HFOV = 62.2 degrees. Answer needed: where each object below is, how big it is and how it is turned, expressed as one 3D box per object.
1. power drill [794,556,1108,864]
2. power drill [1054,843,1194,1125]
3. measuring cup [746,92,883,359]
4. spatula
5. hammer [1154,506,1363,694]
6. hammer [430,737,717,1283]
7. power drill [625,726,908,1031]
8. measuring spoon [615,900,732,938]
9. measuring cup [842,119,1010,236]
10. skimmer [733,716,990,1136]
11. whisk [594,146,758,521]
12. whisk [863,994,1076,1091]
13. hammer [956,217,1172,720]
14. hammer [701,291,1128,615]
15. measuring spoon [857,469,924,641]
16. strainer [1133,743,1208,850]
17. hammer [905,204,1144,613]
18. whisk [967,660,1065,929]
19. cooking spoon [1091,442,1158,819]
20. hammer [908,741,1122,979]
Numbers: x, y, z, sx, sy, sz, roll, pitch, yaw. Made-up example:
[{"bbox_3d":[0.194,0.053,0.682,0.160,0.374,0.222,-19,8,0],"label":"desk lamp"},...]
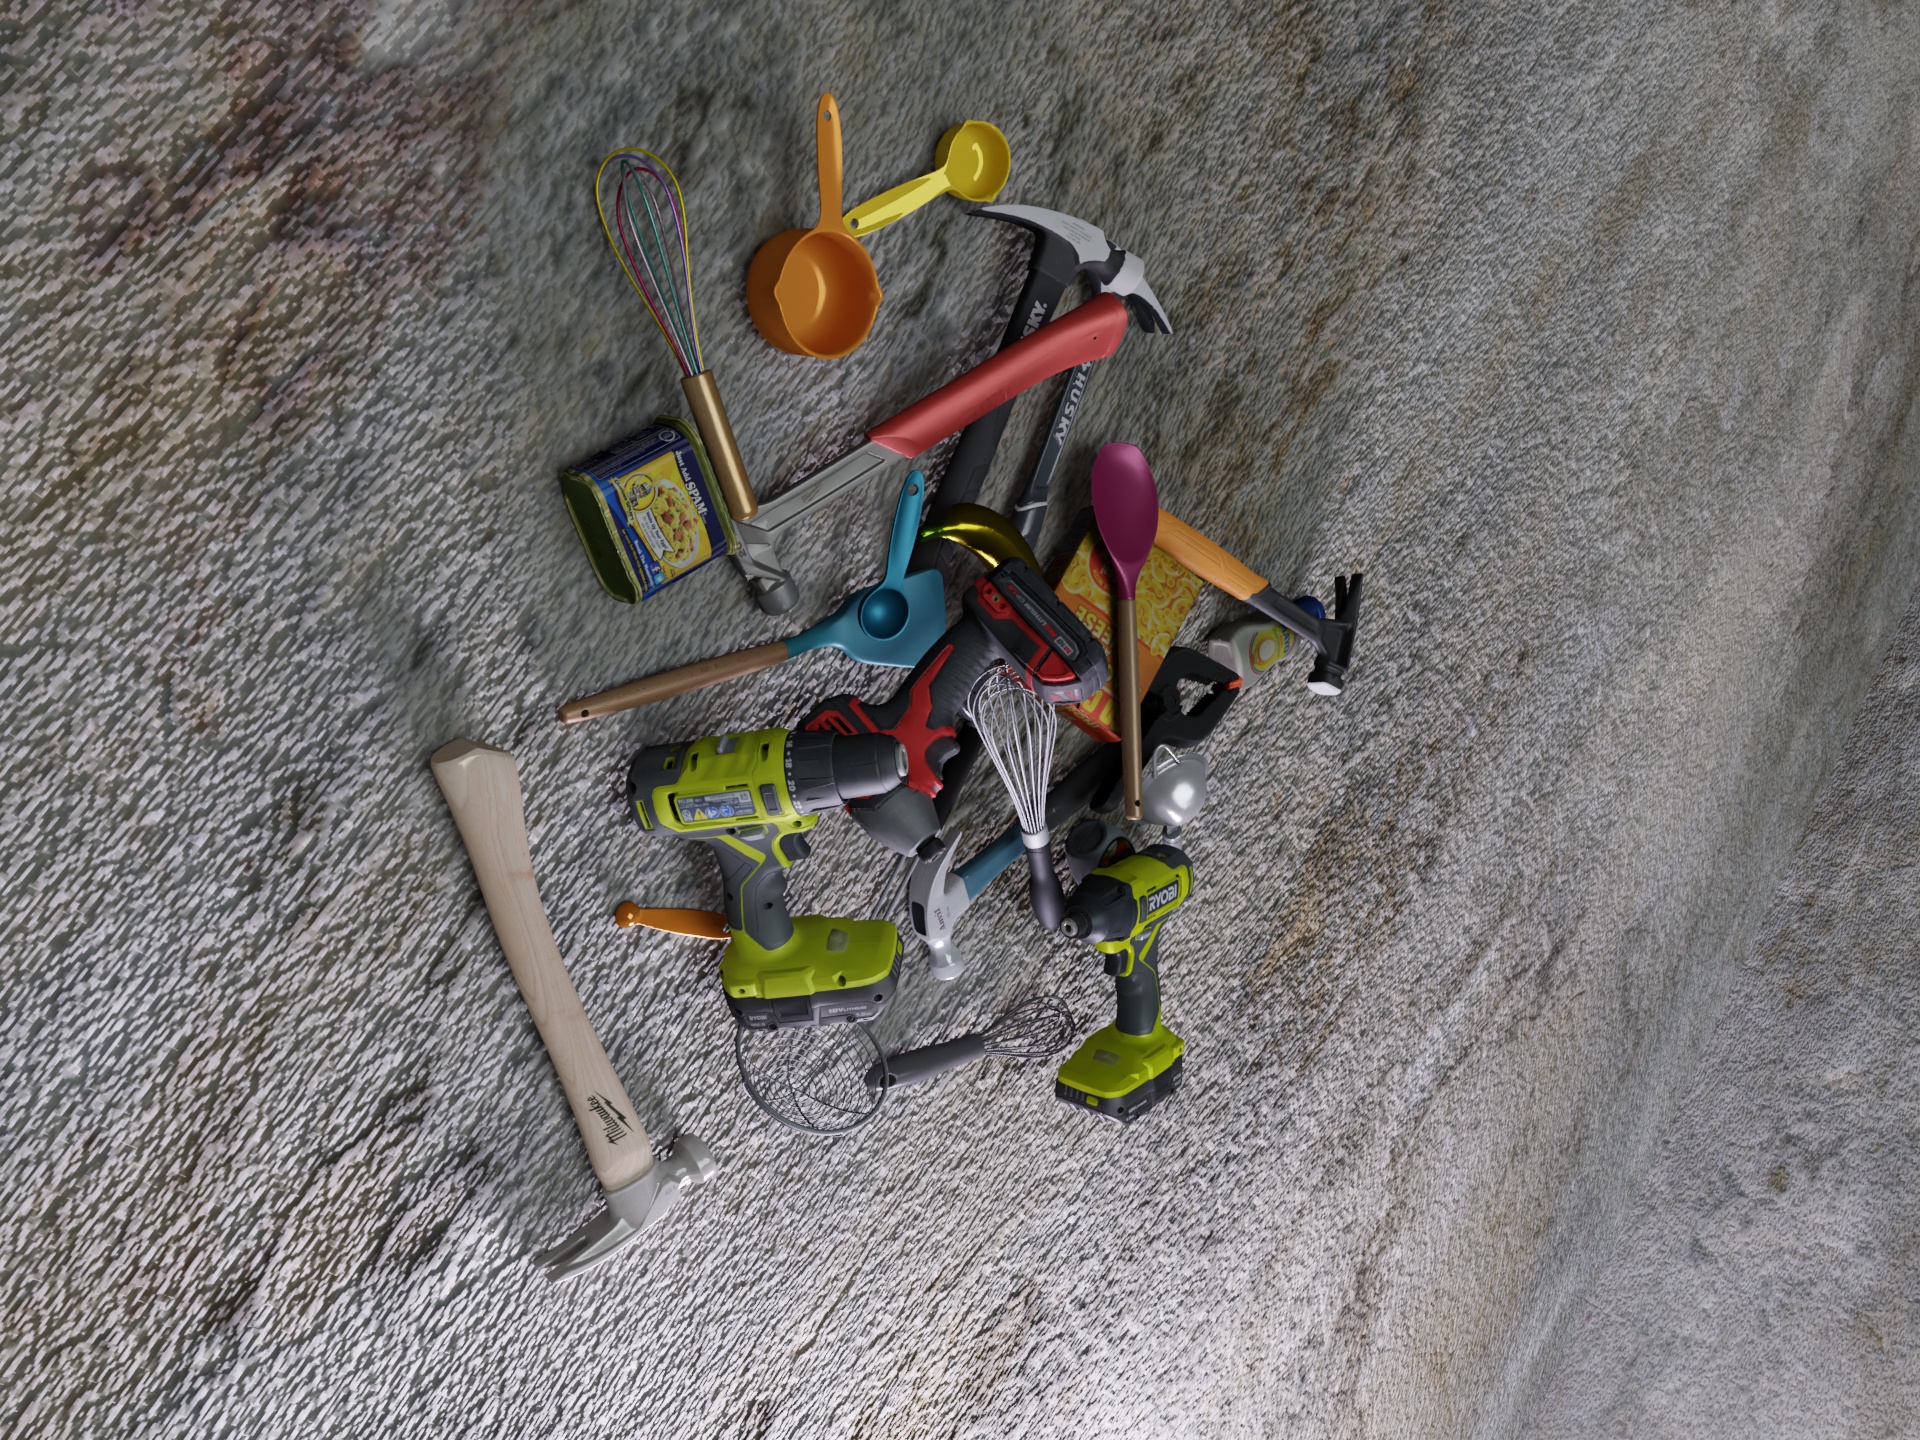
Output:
[{"bbox_3d":[-0.002,-0.004,1.177,0.219,0.143,0.078,-40,166,-4],"label":"power drill"},{"bbox_3d":[0.142,0.237,1.426,0.171,0.080,0.223,-19,114,-50],"label":"power drill"},{"bbox_3d":[-0.105,-0.338,1.096,0.095,0.052,0.173,-12,108,-42],"label":"measuring cup"},{"bbox_3d":[-0.143,-0.043,1.153,0.317,0.044,0.082,-20,121,-38],"label":"spatula"},{"bbox_3d":[0.266,-0.139,1.501,0.336,0.034,0.127,25,73,-37],"label":"hammer"},{"bbox_3d":[-0.286,0.201,1.093,0.146,0.038,0.410,-32,123,-32],"label":"hammer"},{"bbox_3d":[-0.114,0.106,1.132,0.080,0.190,0.228,-80,160,-58],"label":"power drill"},{"bbox_3d":[-0.204,0.149,1.173,0.116,0.011,0.021,16,91,-46],"label":"measuring spoon"},{"bbox_3d":[-0.032,-0.394,1.176,0.156,0.029,0.062,-33,123,-19],"label":"measuring cup"},{"bbox_3d":[-0.057,0.152,1.263,0.127,0.090,0.363,29,75,-5],"label":"skimmer"},{"bbox_3d":[-0.175,-0.247,1.030,0.047,0.051,0.244,-29,113,-28],"label":"whisk"},{"bbox_3d":[0.012,0.291,1.410,0.239,0.055,0.055,-9,108,-38],"label":"whisk"},{"bbox_3d":[0.067,-0.196,1.321,0.149,0.036,0.409,22,87,-47],"label":"hammer"},{"bbox_3d":[-0.027,-0.227,1.166,0.359,0.037,0.149,-34,126,-17],"label":"hammer"},{"bbox_3d":[-0.050,-0.122,1.171,0.042,0.021,0.128,7,101,-35],"label":"measuring spoon"},{"bbox_3d":[0.200,0.102,1.482,0.087,0.050,0.258,-30,151,-10],"label":"strainer"},{"bbox_3d":[0.018,-0.238,1.239,0.146,0.035,0.335,22,92,-24],"label":"hammer"},{"bbox_3d":[0.057,0.070,1.330,0.070,0.070,0.284,-37,132,-31],"label":"whisk"},{"bbox_3d":[0.141,-0.076,1.343,0.068,0.017,0.319,-1,88,-30],"label":"cooking spoon"},{"bbox_3d":[0.077,0.085,1.417,0.331,0.033,0.128,-37,127,-31],"label":"hammer"}]
